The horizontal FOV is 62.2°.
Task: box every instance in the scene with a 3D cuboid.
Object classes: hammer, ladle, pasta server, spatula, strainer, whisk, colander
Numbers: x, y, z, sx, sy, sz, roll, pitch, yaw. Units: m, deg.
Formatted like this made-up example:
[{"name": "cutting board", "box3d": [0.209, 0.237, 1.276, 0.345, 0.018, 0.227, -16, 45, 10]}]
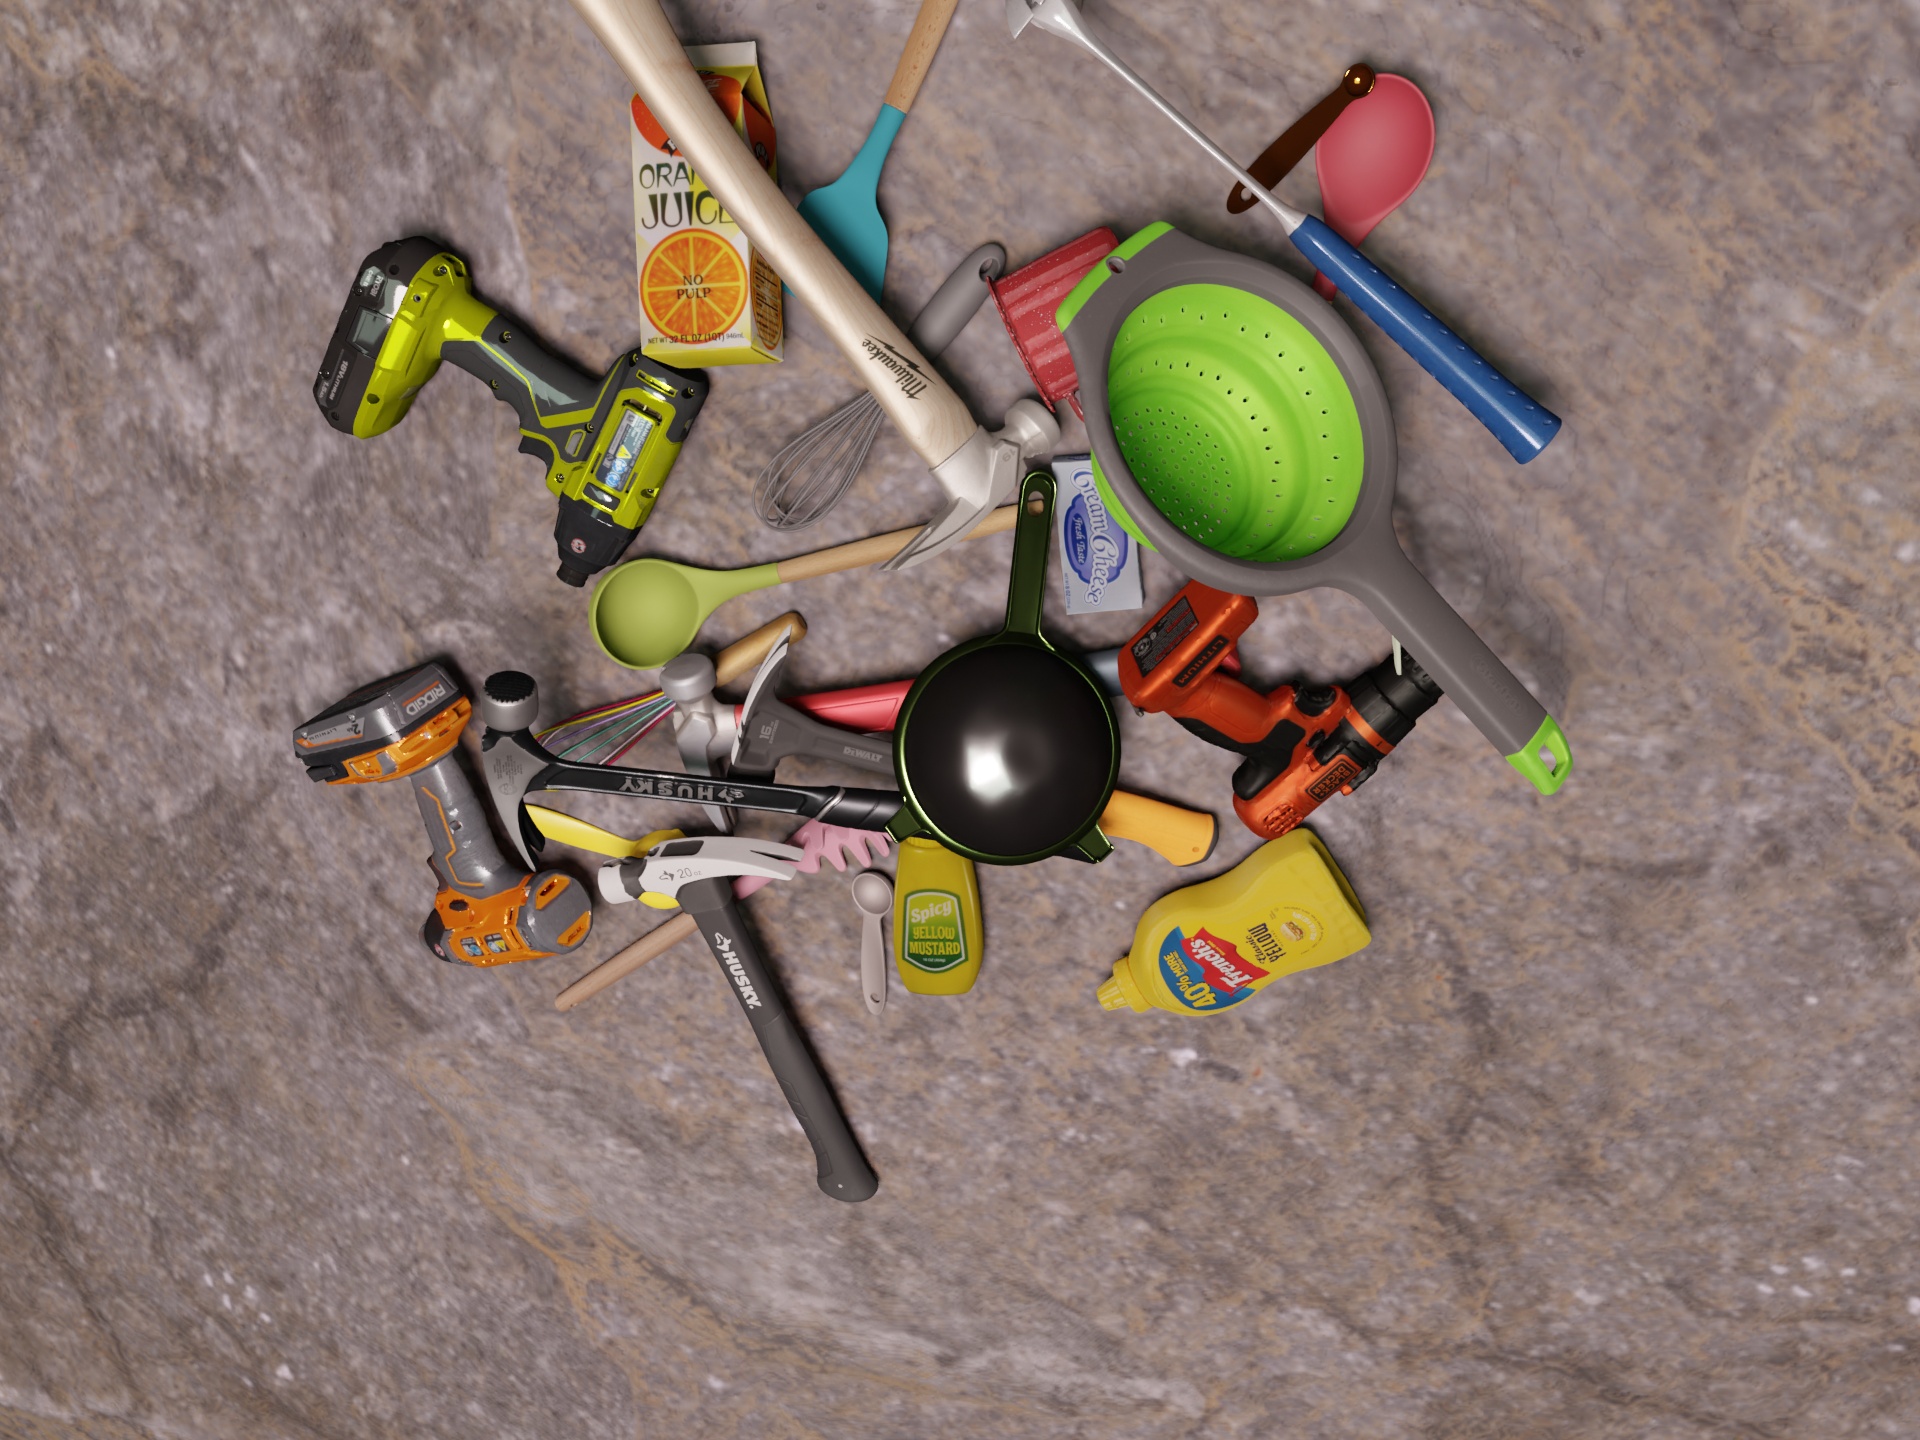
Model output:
[{"name": "hammer", "box3d": [-0.002, -0.003, 1.090, 0.386, 0.038, 0.143, -8, 124, 7]}, {"name": "ladle", "box3d": [0.217, -0.238, 0.993, 0.069, 0.031, 0.315, 22, 113, 16]}, {"name": "hammer", "box3d": [-0.108, 0.057, 1.051, 0.409, 0.036, 0.149, 7, 129, -4]}, {"name": "hammer", "box3d": [0.018, 0.035, 1.073, 0.336, 0.034, 0.127, 15, 126, -10]}, {"name": "pasta server", "box3d": [-0.184, 0.146, 1.179, 0.316, 0.060, 0.040, -33, 59, 20]}, {"name": "spatula", "box3d": [-0.029, -0.401, 0.979, 0.082, 0.044, 0.317, 27, 106, 1]}, {"name": "strainer", "box3d": [0.042, -0.034, 1.000, 0.151, 0.069, 0.256, 7, 89, -10]}, {"name": "hammer", "box3d": [-0.132, 0.227, 1.170, 0.146, 0.035, 0.334, -13, 116, 20]}, {"name": "ladle", "box3d": [-0.098, -0.101, 1.073, 0.320, 0.062, 0.078, -12, 117, 10]}, {"name": "hammer", "box3d": [0.185, -0.290, 0.914, 0.405, 0.144, 0.035, 40, 115, -5]}, {"name": "whisk", "box3d": [-0.216, -0.013, 1.128, 0.245, 0.051, 0.047, -29, 96, 13]}, {"name": "hammer", "box3d": [-0.109, -0.278, 0.936, 0.146, 0.038, 0.410, -46, 110, -16]}, {"name": "whisk", "box3d": [-0.053, -0.214, 1.034, 0.055, 0.055, 0.239, 40, 105, -6]}, {"name": "colander", "box3d": [0.198, -0.100, 0.929, 0.397, 0.204, 0.094, 47, 154, -5]}]

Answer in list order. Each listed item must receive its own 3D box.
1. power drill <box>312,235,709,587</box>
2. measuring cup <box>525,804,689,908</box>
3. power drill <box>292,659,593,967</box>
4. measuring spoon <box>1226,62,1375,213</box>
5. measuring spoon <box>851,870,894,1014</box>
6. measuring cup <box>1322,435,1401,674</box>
[{"name": "power drill", "box3d": [-0.301, -0.204, 1.059, 0.223, 0.080, 0.171, 29, 110, -5]}, {"name": "measuring cup", "box3d": [-0.267, 0.096, 1.178, 0.156, 0.029, 0.062, 19, 110, 0]}, {"name": "power drill", "box3d": [-0.383, 0.082, 1.158, 0.164, 0.084, 0.226, -15, 111, 35]}, {"name": "measuring spoon", "box3d": [0.203, -0.346, 0.952, 0.117, 0.011, 0.021, -40, 75, 38]}, {"name": "measuring spoon", "box3d": [-0.062, 0.164, 1.181, 0.034, 0.018, 0.124, 13, 118, 25]}, {"name": "measuring cup", "box3d": [0.248, -0.109, 0.984, 0.038, 0.083, 0.168, -5, 82, 15]}]
